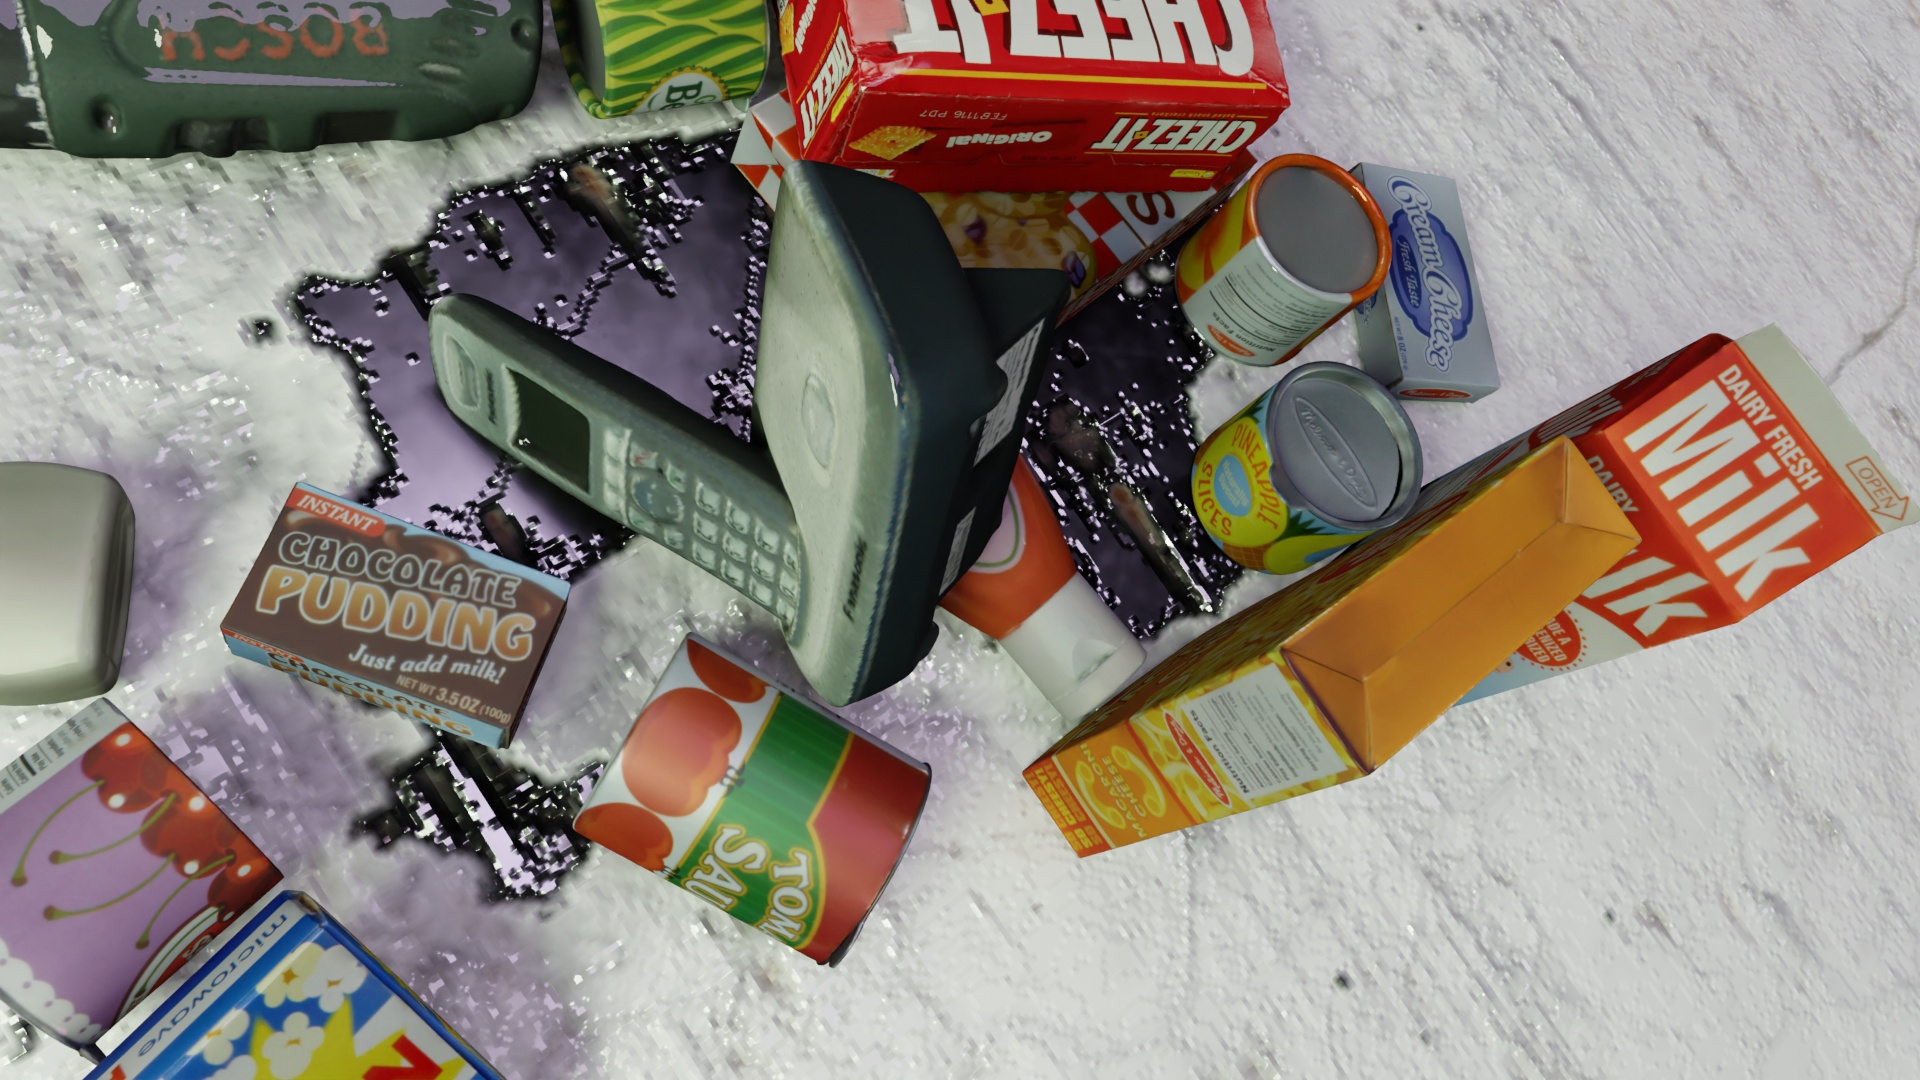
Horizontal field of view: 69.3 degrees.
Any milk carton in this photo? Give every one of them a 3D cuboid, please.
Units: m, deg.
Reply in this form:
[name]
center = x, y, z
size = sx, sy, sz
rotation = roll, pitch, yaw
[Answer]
[milk carton]
center = 0.218, -0.005, 0.474
size = 0.074, 0.189, 0.072
rotation = -34, 86, -27

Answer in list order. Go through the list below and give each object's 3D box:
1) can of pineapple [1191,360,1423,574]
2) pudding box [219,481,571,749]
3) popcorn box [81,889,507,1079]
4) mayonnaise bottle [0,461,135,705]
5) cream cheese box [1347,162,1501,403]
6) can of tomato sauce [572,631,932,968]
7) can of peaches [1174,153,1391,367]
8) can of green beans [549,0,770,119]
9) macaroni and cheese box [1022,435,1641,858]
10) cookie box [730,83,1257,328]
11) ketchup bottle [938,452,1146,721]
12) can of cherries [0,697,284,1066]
[can of pineapple]
center = 0.127, -0.025, 0.521
size = 0.071, 0.057, 0.071
rotation = 7, 69, -19
[pudding box]
center = -0.163, 0.023, 0.407
size = 0.084, 0.030, 0.050
rotation = 23, 64, -12
[popcorn box]
center = -0.176, 0.160, 0.329
size = 0.127, 0.038, 0.085
rotation = -48, 121, -28
[mayonnaise bottle]
center = -0.299, 0.010, 0.354
size = 0.148, 0.041, 0.065
rotation = 1, 69, -20
[cream cheese box]
center = 0.195, -0.110, 0.598
size = 0.053, 0.024, 0.104
rotation = 2, 71, -22
[can of tomato sauce]
center = -0.061, 0.076, 0.406
size = 0.083, 0.071, 0.071
rotation = 31, 63, -8
[can of peaches]
center = 0.128, -0.113, 0.554
size = 0.071, 0.058, 0.071
rotation = 7, 70, -18
[can of green beans]
center = -0.106, -0.184, 0.485
size = 0.058, 0.071, 0.071
rotation = -18, 78, -25
[macaroni and cheese box]
center = 0.104, 0.039, 0.428
size = 0.124, 0.165, 0.040
rotation = -31, 84, -28
[cookie box]
center = 0.017, -0.145, 0.533
size = 0.168, 0.040, 0.123
rotation = -39, 88, -27
[ketchup bottle]
center = 0.002, -0.006, 0.472
size = 0.065, 0.043, 0.149
rotation = -41, 89, -6
[can of cherries]
center = -0.214, 0.084, 0.346
size = 0.071, 0.071, 0.058
rotation = 45, 61, -1
